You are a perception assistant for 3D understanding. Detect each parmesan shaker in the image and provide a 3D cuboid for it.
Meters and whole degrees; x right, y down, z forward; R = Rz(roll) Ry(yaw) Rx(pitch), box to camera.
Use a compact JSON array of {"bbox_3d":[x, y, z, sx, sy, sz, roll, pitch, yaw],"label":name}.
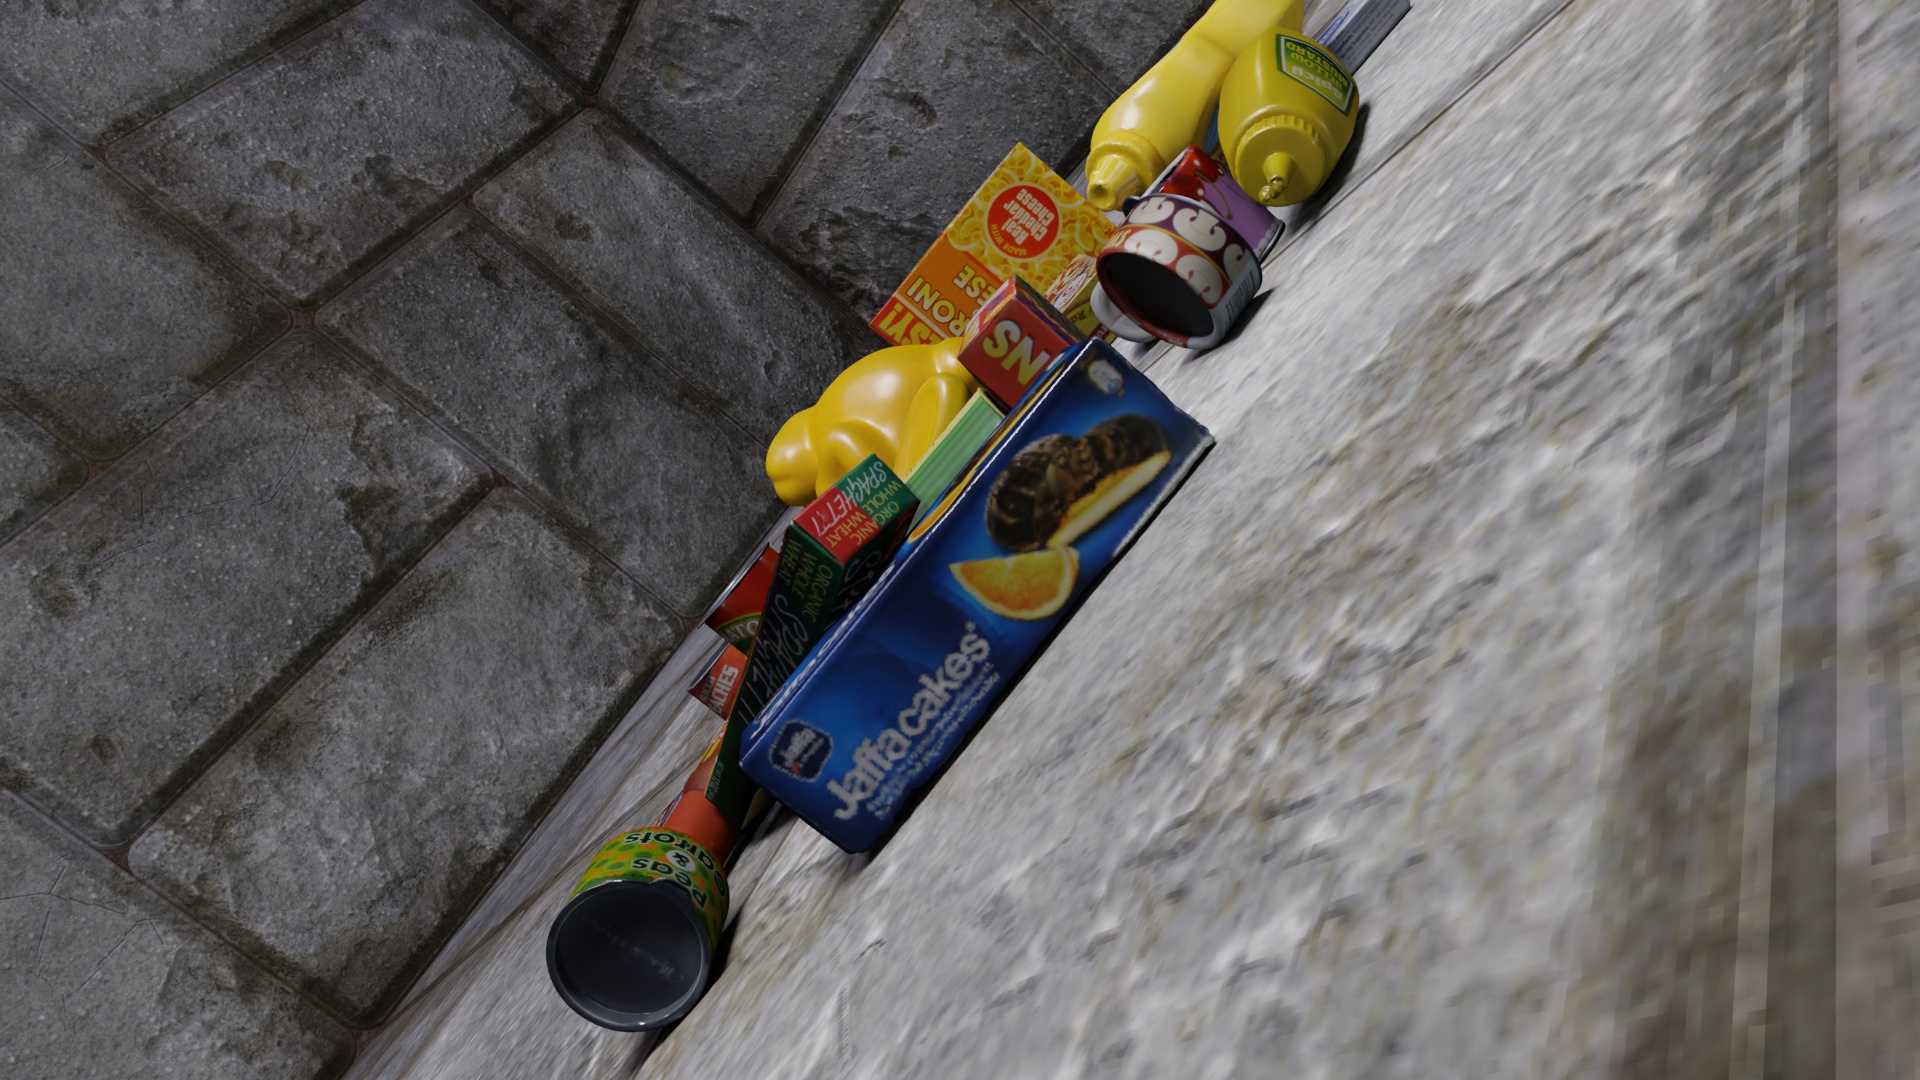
[{"bbox_3d":[0.002,-0.008,0.626,0.103,0.071,0.071,-50,8,10],"label":"parmesan shaker"}]

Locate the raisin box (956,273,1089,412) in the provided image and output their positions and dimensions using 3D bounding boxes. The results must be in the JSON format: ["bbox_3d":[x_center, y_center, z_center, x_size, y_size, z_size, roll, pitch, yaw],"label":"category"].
[{"bbox_3d":[0.042,-0.075,0.629,0.040,0.086,0.124,-47,9,12],"label":"raisin box"}]

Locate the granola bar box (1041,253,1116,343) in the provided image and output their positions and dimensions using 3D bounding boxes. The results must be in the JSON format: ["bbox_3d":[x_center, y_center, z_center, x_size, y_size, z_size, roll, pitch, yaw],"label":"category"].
[{"bbox_3d":[0.045,-0.114,0.920,0.165,0.039,0.124,-49,11,8],"label":"granola bar box"}]

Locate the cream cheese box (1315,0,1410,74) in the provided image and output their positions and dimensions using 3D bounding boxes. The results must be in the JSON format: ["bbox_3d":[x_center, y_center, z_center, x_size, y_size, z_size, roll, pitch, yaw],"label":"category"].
[{"bbox_3d":[0.217,-0.282,0.825,0.103,0.024,0.053,-49,10,7],"label":"cream cheese box"}]

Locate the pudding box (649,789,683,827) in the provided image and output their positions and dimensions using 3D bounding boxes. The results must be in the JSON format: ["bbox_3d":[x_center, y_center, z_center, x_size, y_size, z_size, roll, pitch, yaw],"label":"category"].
[{"bbox_3d":[-0.176,0.189,0.808,0.049,0.030,0.084,-48,8,22],"label":"pudding box"}]

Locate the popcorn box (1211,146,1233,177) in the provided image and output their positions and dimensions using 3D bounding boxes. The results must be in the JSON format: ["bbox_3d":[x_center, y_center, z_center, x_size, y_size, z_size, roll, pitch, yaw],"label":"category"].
[{"bbox_3d":[0.150,-0.231,0.903,0.085,0.038,0.127,-39,13,48],"label":"popcorn box"}]

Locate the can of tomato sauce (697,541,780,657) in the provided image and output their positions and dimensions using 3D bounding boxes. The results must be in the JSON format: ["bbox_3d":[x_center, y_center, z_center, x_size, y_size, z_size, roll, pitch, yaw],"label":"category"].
[{"bbox_3d":[-0.113,0.053,0.886,0.071,0.083,0.071,-49,8,10],"label":"can of tomato sauce"}]

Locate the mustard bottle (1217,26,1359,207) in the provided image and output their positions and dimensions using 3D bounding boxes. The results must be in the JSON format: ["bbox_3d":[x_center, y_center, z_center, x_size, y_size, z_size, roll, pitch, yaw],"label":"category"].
[{"bbox_3d":[0.154,-0.194,0.654,0.048,0.065,0.161,-55,9,37],"label":"mustard bottle"}]

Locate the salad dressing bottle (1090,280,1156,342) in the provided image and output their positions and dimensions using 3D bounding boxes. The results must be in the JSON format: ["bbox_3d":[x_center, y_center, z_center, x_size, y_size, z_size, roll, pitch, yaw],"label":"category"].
[{"bbox_3d":[0.111,-0.160,0.782,0.064,0.044,0.148,-42,11,33],"label":"salad dressing bottle"}]

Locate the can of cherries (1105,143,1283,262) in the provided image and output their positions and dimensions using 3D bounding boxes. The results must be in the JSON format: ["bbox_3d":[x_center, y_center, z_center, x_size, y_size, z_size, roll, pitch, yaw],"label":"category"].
[{"bbox_3d":[0.112,-0.148,0.674,0.071,0.058,0.071,-49,8,9],"label":"can of cherries"}]

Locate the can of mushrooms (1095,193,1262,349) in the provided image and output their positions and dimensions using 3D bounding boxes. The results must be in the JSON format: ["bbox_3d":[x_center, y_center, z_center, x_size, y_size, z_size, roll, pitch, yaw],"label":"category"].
[{"bbox_3d":[0.092,-0.117,0.603,0.033,0.071,0.071,-54,9,-13],"label":"can of mushrooms"}]

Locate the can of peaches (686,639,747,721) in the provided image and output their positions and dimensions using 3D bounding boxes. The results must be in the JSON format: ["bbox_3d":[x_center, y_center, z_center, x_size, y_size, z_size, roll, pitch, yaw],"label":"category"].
[{"bbox_3d":[-0.148,0.098,0.967,0.071,0.058,0.071,-48,9,10],"label":"can of peaches"}]

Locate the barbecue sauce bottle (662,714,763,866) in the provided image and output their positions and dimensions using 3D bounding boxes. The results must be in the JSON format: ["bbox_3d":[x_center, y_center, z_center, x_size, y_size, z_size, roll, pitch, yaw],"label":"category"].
[{"bbox_3d":[-0.118,0.123,0.749,0.064,0.043,0.149,-45,10,36],"label":"barbecue sauce bottle"}]

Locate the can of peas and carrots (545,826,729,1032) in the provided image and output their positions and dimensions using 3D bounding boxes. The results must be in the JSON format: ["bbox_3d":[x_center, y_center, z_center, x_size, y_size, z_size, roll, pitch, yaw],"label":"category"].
[{"bbox_3d":[-0.132,0.160,0.584,0.071,0.071,0.059,-49,8,7],"label":"can of peas and carrots"}]

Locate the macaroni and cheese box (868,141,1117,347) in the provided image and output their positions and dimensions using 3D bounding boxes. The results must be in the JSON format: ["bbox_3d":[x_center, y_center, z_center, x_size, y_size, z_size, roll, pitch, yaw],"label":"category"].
[{"bbox_3d":[0.033,-0.179,0.993,0.166,0.123,0.040,-50,7,7],"label":"macaroni and cheese box"}]

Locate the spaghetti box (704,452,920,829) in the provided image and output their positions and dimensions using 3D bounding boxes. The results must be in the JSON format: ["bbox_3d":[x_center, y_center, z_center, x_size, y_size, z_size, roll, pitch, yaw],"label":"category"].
[{"bbox_3d":[-0.072,0.055,0.613,0.050,0.029,0.248,-43,-13,-37],"label":"spaghetti box"}]
